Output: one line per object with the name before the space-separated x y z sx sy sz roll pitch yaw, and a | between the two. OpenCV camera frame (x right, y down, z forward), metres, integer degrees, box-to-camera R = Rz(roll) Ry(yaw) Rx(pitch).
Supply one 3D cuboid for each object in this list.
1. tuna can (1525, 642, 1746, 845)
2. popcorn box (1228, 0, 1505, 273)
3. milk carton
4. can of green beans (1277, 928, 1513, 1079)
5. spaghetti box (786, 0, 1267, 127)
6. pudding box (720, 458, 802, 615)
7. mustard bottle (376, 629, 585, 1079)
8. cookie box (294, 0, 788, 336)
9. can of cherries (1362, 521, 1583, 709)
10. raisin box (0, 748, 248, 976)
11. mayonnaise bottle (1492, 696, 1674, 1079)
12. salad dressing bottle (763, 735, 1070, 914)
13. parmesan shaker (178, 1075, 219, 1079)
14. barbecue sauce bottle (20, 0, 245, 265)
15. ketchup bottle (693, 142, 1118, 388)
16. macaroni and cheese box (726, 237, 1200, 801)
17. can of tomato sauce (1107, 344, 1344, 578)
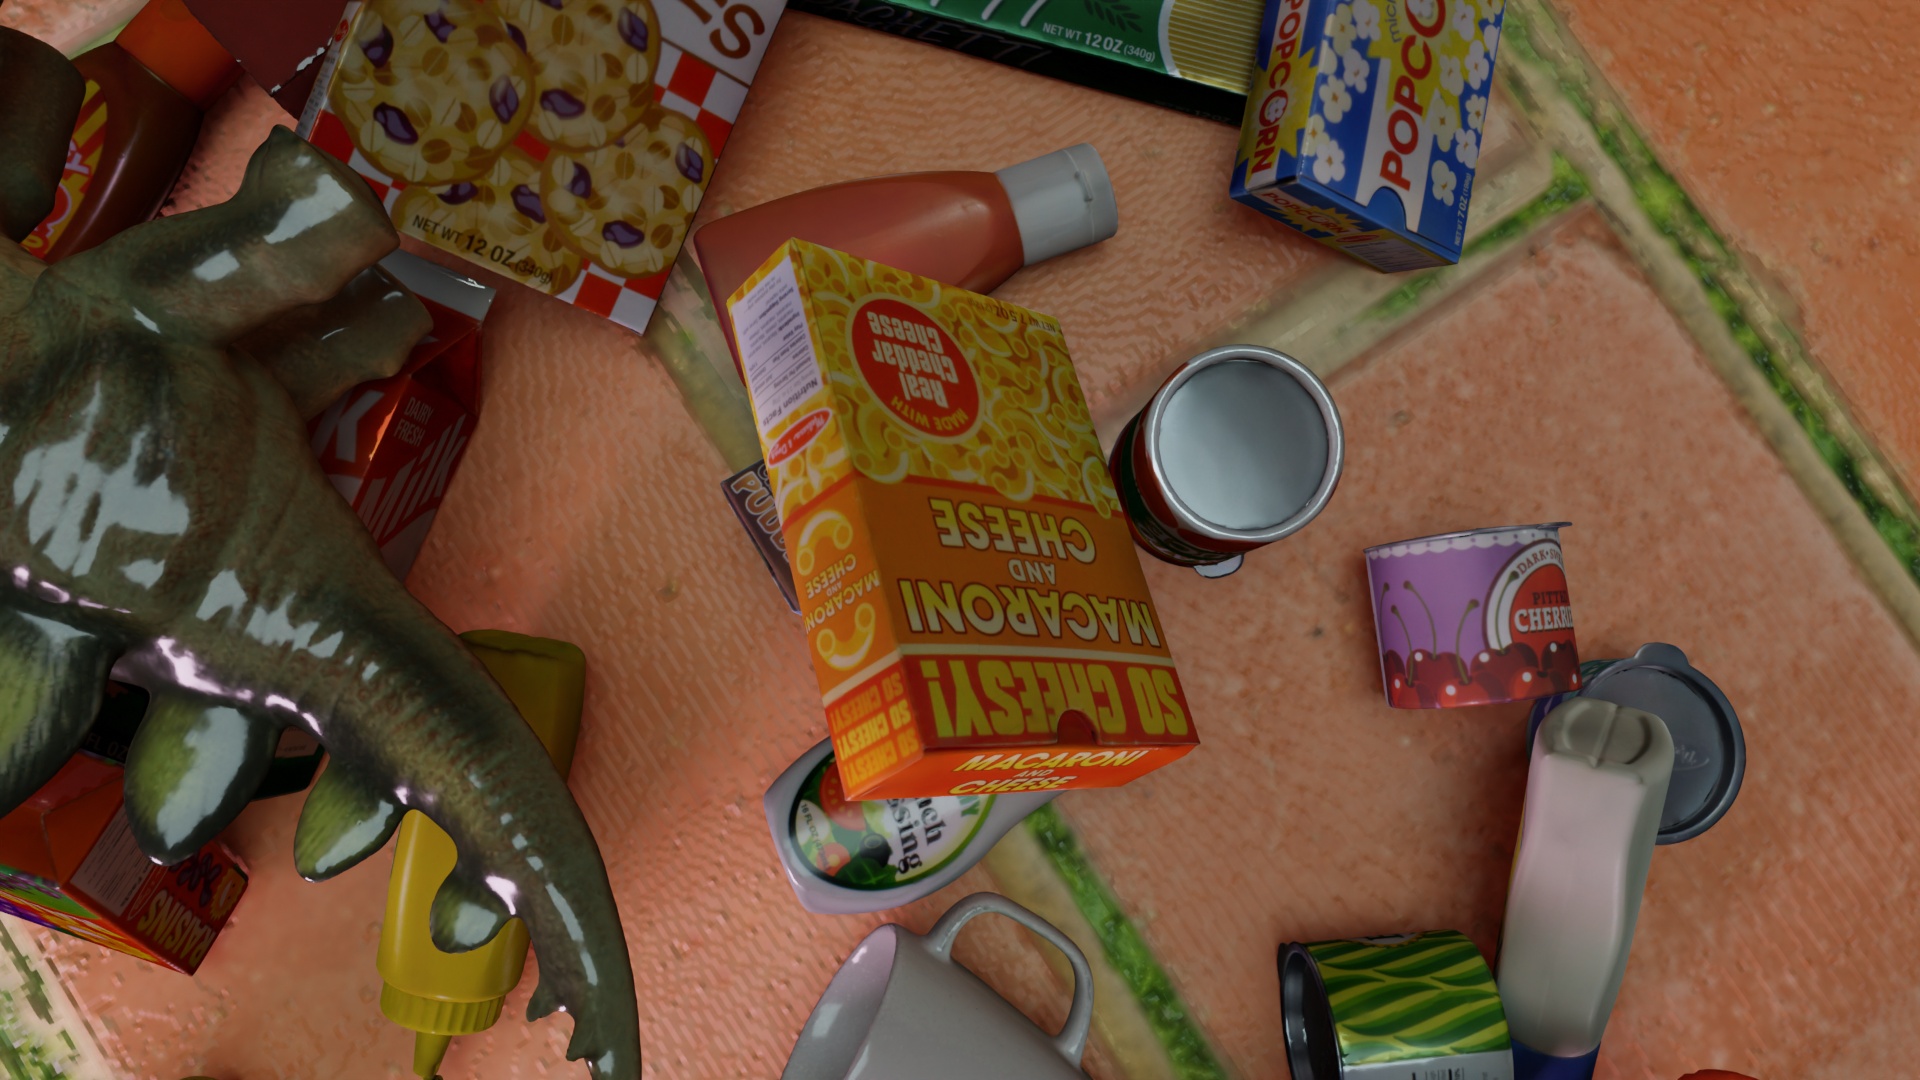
tuna can | 0.243 0.072 0.503 0.071 0.033 0.071 0 84 -2
popcorn box | 0.151 -0.171 0.506 0.085 0.038 0.127 16 82 -31
milk carton | -0.229 -0.014 0.474 0.072 0.073 0.190 23 83 1
can of green beans | 0.146 0.168 0.472 0.058 0.071 0.071 -4 84 -3
spaghetti box | 0.007 -0.212 0.527 0.250 0.028 0.050 14 83 -1
pudding box | -0.053 0.000 0.474 0.030 0.083 0.049 -31 86 -5
mustard bottle | -0.165 0.111 0.469 0.049 0.065 0.160 12 87 -5
cookie box | -0.132 -0.170 0.463 0.123 0.040 0.167 21 97 -35
can of cherries | 0.181 0.027 0.486 0.071 0.071 0.058 -6 85 -3
raisin box | -0.287 0.093 0.434 0.086 0.122 0.040 19 59 -1
mayonnaise bottle | 0.202 0.130 0.464 0.041 0.065 0.147 14 111 28
salad dressing bottle | 0.007 0.081 0.487 0.148 0.044 0.064 -22 78 -7
parmesan shaker | -0.277 0.233 0.446 0.103 0.071 0.071 -37 87 -5
barbecue sauce bottle | -0.313 -0.139 0.499 0.065 0.043 0.148 38 83 4
ketchup bottle | -0.018 -0.105 0.507 0.149 0.043 0.064 -19 92 -4
macaroni and cheese box | 0.002 -0.006 0.440 0.124 0.040 0.167 7 58 -44
can of tomato sauce | 0.090 -0.025 0.482 0.071 0.083 0.071 0 84 -2
